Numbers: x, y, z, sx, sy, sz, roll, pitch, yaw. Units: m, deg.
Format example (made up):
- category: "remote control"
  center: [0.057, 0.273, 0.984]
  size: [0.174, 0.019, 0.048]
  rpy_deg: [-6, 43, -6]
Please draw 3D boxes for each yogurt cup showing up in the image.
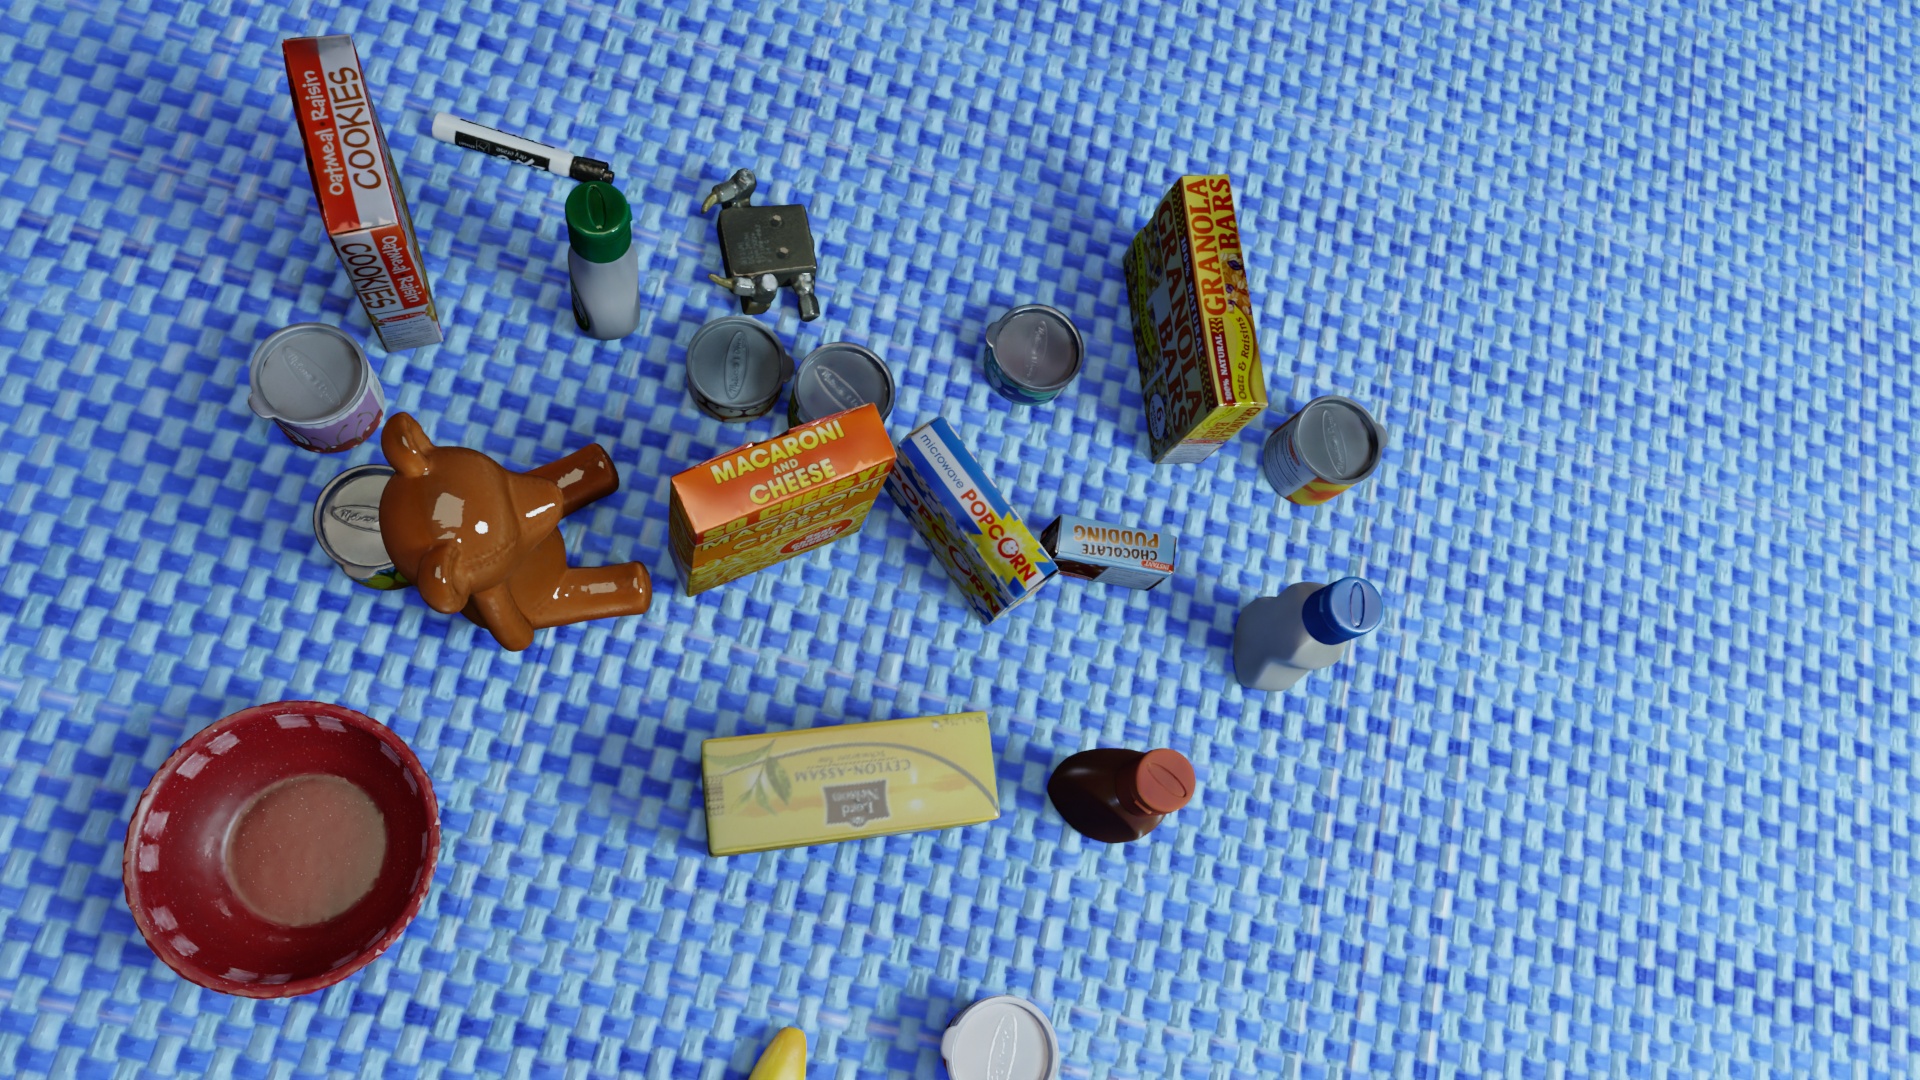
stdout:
- category: "yogurt cup"
  center: [0.020, 0.308, 0.836]
  size: [0.072, 0.053, 0.072]
  rpy_deg: [3, 74, -11]

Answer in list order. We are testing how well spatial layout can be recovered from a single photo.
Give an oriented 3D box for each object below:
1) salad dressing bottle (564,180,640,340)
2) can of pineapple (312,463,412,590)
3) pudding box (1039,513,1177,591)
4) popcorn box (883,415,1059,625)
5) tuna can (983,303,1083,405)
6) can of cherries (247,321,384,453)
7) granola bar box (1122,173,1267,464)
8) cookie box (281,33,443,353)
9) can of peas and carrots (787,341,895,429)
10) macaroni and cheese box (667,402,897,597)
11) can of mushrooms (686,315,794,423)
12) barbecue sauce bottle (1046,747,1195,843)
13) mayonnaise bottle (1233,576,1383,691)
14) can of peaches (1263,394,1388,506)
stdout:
- category: "salad dressing bottle"
  center: [-0.224, -0.174, 0.868]
  size: [0.044, 0.147, 0.064]
  rpy_deg: [-9, 77, -14]
- category: "can of pineapple"
  center: [-0.351, -0.005, 0.841]
  size: [0.071, 0.057, 0.071]
  rpy_deg: [3, 74, -11]
- category: "pudding box"
  center: [0.098, 0.009, 0.939]
  size: [0.084, 0.049, 0.030]
  rpy_deg: [10, 73, -9]
- category: "popcorn box"
  center: [0.003, -0.011, 0.905]
  size: [0.038, 0.085, 0.127]
  rpy_deg: [-35, 85, -18]
- category: "tuna can"
  center: [0.048, -0.131, 0.976]
  size: [0.071, 0.032, 0.071]
  rpy_deg: [3, 74, -11]
- category: "can of cherries"
  center: [-0.397, -0.092, 0.855]
  size: [0.071, 0.058, 0.071]
  rpy_deg: [3, 74, -11]
- category: "granola bar box"
  center: [0.157, -0.148, 0.957]
  size: [0.039, 0.124, 0.166]
  rpy_deg: [-3, 76, -13]
- category: "cookie box"
  center: [-0.358, -0.203, 0.837]
  size: [0.040, 0.167, 0.123]
  rpy_deg: [-15, 79, -16]
- category: "can of peas and carrots"
  center: [-0.082, -0.089, 0.922]
  size: [0.071, 0.058, 0.071]
  rpy_deg: [3, 74, -11]
- category: "macaroni and cheese box"
  center: [-0.113, -0.021, 0.840]
  size: [0.124, 0.166, 0.040]
  rpy_deg: [-22, 81, -17]
- category: "can of mushrooms"
  center: [-0.148, -0.113, 0.928]
  size: [0.071, 0.033, 0.071]
  rpy_deg: [3, 74, -11]
- category: "barbecue sauce bottle"
  center: [0.100, 0.153, 0.847]
  size: [0.065, 0.148, 0.044]
  rpy_deg: [41, 71, 1]
- category: "mayonnaise bottle"
  center: [0.223, 0.058, 0.901]
  size: [0.041, 0.147, 0.065]
  rpy_deg: [9, 74, -10]
- category: "can of peaches"
  center: [0.259, -0.063, 0.990]
  size: [0.071, 0.058, 0.071]
  rpy_deg: [3, 74, -11]
